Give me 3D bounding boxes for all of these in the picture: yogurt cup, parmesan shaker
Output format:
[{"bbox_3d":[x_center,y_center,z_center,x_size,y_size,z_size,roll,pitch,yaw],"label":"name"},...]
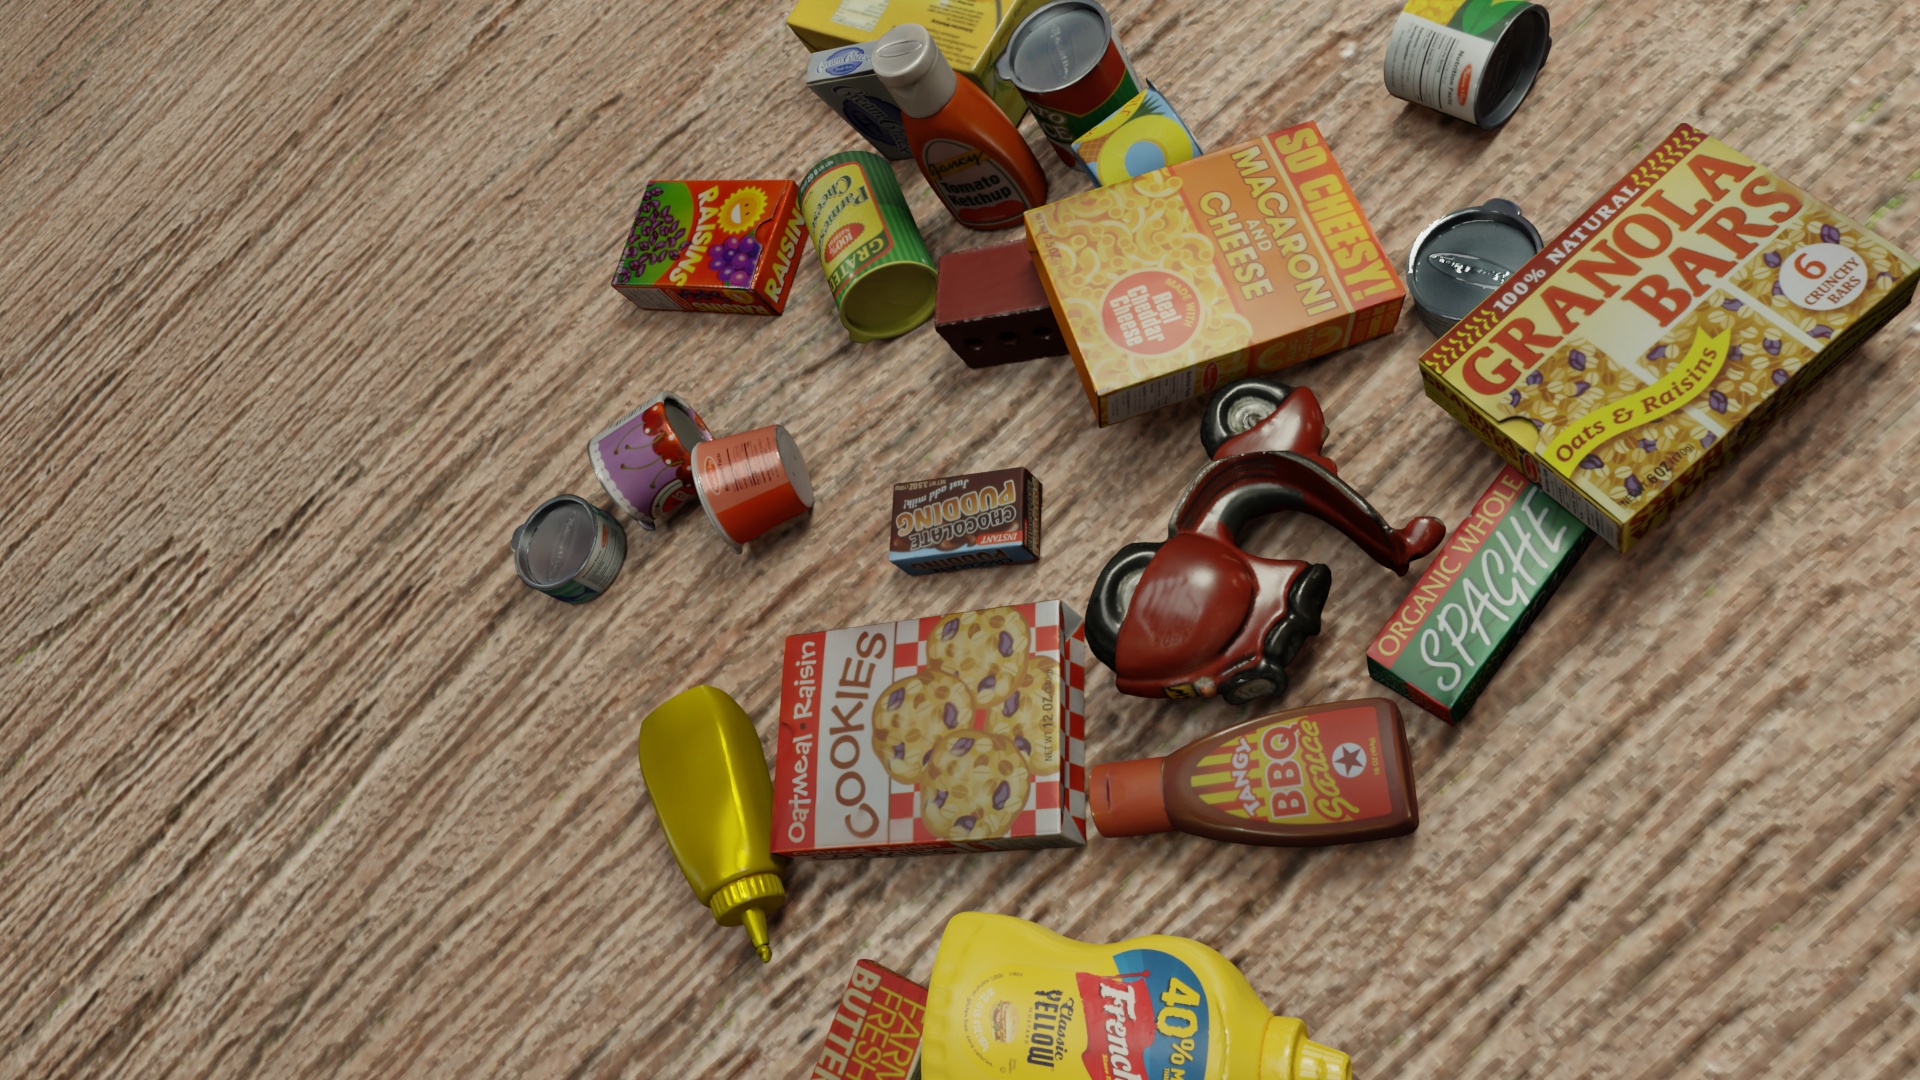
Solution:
[{"bbox_3d":[-0.124,-0.036,0.841,0.054,0.072,0.072,-20,61,8],"label":"yogurt cup"},{"bbox_3d":[-0.060,-0.184,0.871,0.071,0.071,0.103,-30,59,13],"label":"parmesan shaker"}]

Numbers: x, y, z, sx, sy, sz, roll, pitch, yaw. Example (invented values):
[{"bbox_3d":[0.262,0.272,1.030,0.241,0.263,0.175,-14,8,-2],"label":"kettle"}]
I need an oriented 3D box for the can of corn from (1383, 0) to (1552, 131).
[{"bbox_3d":[0.271,-0.261,0.741,0.058,0.071,0.071,35,87,33],"label":"can of corn"}]

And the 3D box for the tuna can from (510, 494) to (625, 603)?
[{"bbox_3d":[-0.256,0.006,0.905,0.071,0.032,0.071,-10,65,22],"label":"tuna can"}]

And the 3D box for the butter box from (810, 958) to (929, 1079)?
[{"bbox_3d":[-0.045,0.269,0.694,0.053,0.024,0.103,15,76,30],"label":"butter box"}]

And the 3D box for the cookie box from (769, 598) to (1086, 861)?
[{"bbox_3d":[-0.018,0.103,0.742,0.167,0.040,0.123,-9,66,23],"label":"cookie box"}]

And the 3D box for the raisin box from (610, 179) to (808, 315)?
[{"bbox_3d":[-0.168,-0.201,0.946,0.123,0.040,0.086,8,72,28],"label":"raisin box"}]

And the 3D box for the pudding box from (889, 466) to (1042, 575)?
[{"bbox_3d":[0.003,-0.010,0.786,0.083,0.030,0.050,-6,67,24],"label":"pudding box"}]

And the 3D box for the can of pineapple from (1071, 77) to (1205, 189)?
[{"bbox_3d":[0.104,-0.220,0.803,0.058,0.071,0.071,-35,58,10],"label":"can of pineapple"}]

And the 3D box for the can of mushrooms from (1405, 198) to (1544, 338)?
[{"bbox_3d":[0.265,-0.136,0.709,0.071,0.033,0.071,-10,65,23],"label":"can of mushrooms"}]

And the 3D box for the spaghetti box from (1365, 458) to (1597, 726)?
[{"bbox_3d":[0.284,-0.026,0.655,0.050,0.028,0.250,36,87,34],"label":"spaghetti box"}]

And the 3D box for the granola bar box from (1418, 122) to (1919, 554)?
[{"bbox_3d":[0.314,-0.094,0.628,0.165,0.039,0.124,-42,57,4],"label":"granola bar box"}]

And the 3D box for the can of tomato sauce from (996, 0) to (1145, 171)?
[{"bbox_3d":[0.071,-0.270,0.831,0.071,0.083,0.071,-10,65,23],"label":"can of tomato sauce"}]

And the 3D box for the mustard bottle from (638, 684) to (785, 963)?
[{"bbox_3d":[-0.131,0.160,0.768,0.065,0.048,0.161,-31,59,12],"label":"mustard bottle"}]

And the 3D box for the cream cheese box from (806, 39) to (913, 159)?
[{"bbox_3d":[-0.048,-0.276,0.881,0.053,0.103,0.024,1,77,28],"label":"cream cheese box"}]

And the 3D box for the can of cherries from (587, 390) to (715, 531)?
[{"bbox_3d":[-0.190,-0.051,0.879,0.058,0.071,0.072,-32,59,10],"label":"can of cherries"}]

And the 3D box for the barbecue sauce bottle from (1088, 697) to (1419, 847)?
[{"bbox_3d":[0.136,0.115,0.659,0.148,0.043,0.065,-12,65,22],"label":"barbecue sauce bottle"}]

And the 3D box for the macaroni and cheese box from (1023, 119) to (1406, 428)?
[{"bbox_3d":[0.132,-0.144,0.743,0.166,0.040,0.124,-18,66,-1],"label":"macaroni and cheese box"}]

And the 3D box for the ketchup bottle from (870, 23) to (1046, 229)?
[{"bbox_3d":[-0.003,-0.241,0.817,0.064,0.148,0.044,-4,67,25],"label":"ketchup bottle"}]
